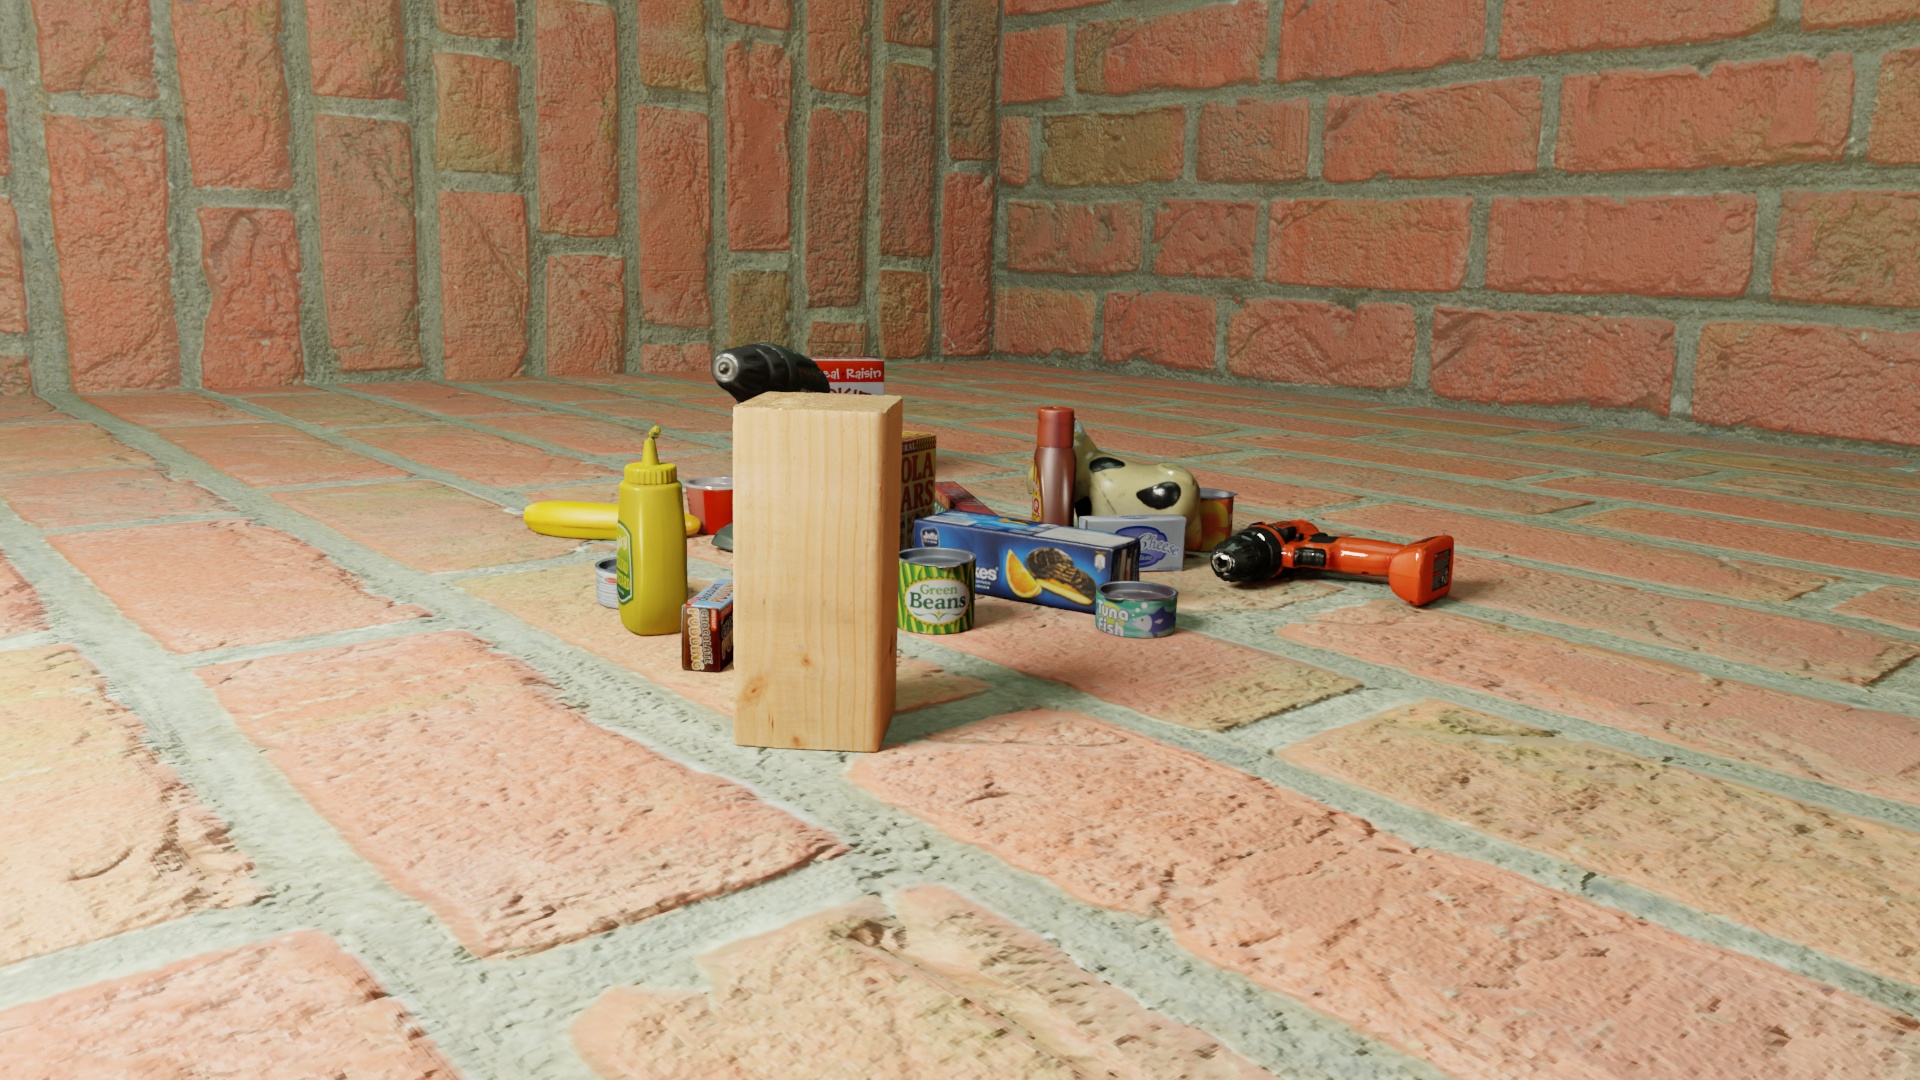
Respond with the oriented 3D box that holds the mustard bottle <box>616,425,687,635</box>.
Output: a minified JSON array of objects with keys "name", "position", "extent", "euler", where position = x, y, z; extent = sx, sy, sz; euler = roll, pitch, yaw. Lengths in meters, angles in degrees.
[{"name":"mustard bottle","position":[-0.239,-0.009,1.072],"extent":[0.049,0.159,0.065],"euler":[-5,13,-29]}]

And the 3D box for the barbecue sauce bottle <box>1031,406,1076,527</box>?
[{"name":"barbecue sauce bottle","position":[0.093,-0.058,1.387],"extent":[0.044,0.148,0.065],"euler":[1,11,-5]}]

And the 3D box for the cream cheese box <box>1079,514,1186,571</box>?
[{"name":"cream cheese box","position":[0.165,0.003,1.334],"extent":[0.104,0.053,0.024],"euler":[-1,11,-14]}]

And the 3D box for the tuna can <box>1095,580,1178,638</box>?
[{"name":"tuna can","position":[0.140,0.056,1.123],"extent":[0.071,0.032,0.071],"euler":[2,11,0]}]

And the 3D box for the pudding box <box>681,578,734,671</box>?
[{"name":"pudding box","position":[-0.176,0.061,1.013],"extent":[0.030,0.049,0.084],"euler":[3,11,8]}]

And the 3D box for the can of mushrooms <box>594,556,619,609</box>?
[{"name":"can of mushrooms","position":[-0.271,0.035,1.168],"extent":[0.071,0.033,0.071],"euler":[2,11,0]}]

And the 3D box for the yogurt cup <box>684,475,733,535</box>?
[{"name":"yogurt cup","position":[-0.257,-0.037,1.469],"extent":[0.072,0.053,0.072],"euler":[2,11,0]}]

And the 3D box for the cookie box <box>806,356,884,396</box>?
[{"name":"cookie box","position":[-0.160,-0.146,1.735],"extent":[0.123,0.167,0.040],"euler":[-3,12,-20]}]

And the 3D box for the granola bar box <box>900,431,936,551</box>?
[{"name":"granola bar box","position":[-0.080,-0.032,1.294],"extent":[0.039,0.124,0.166],"euler":[7,13,27]}]

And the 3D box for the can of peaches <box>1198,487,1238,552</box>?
[{"name":"can of peaches","position":[0.255,-0.022,1.459],"extent":[0.071,0.058,0.071],"euler":[2,11,0]}]

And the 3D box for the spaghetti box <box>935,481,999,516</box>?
[{"name":"spaghetti box","position":[0.005,-0.018,1.423],"extent":[0.029,0.050,0.250],"euler":[-1,12,-12]}]

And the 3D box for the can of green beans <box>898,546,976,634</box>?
[{"name":"can of green beans","position":[-0.021,0.040,1.116],"extent":[0.071,0.057,0.071],"euler":[2,11,0]}]
